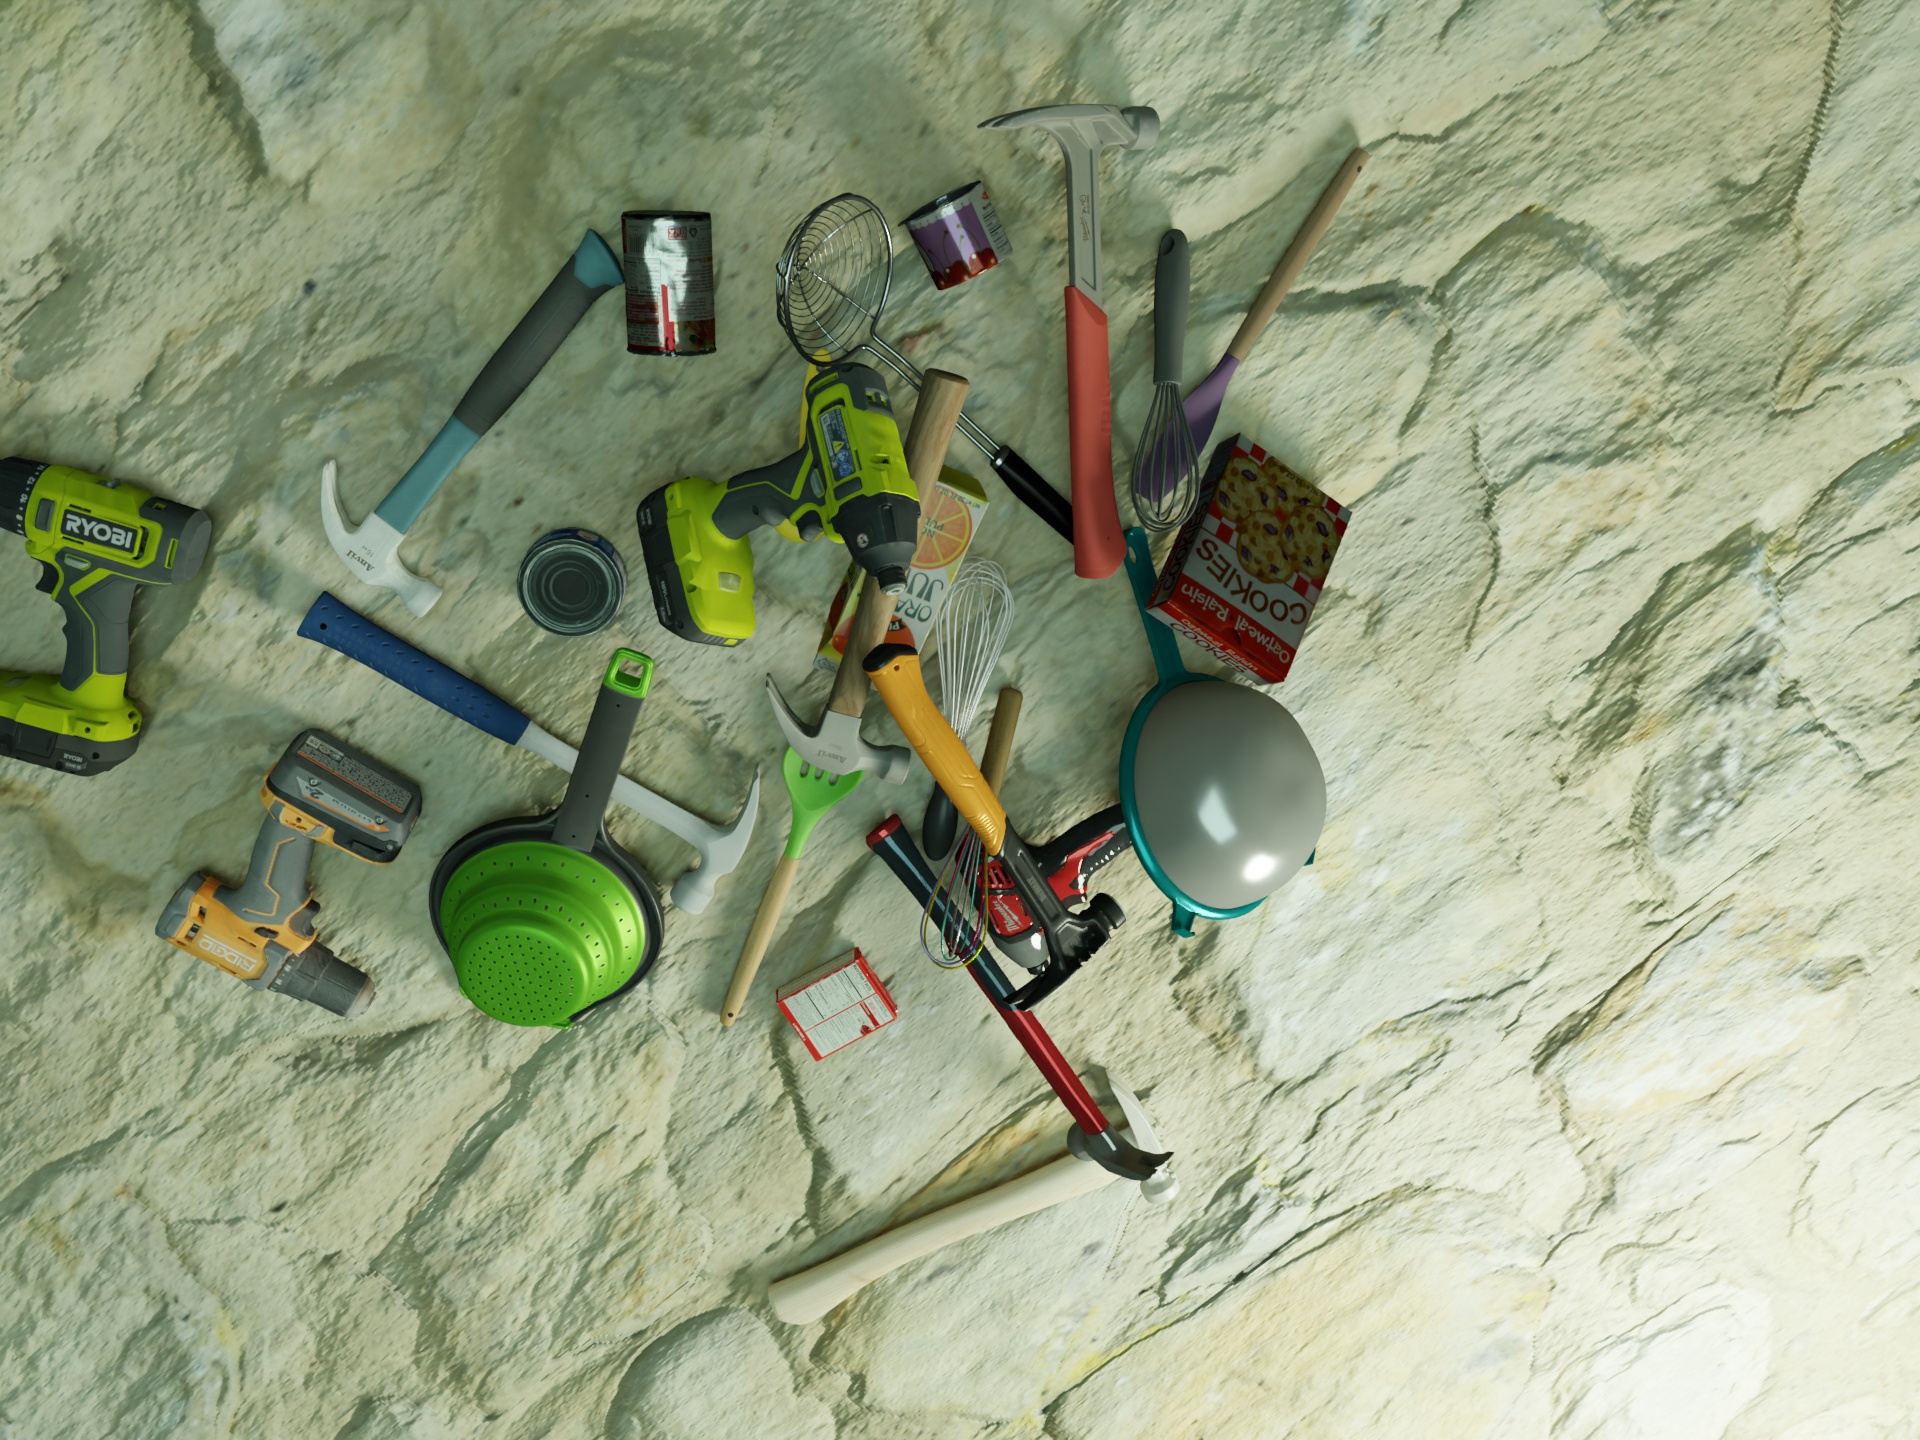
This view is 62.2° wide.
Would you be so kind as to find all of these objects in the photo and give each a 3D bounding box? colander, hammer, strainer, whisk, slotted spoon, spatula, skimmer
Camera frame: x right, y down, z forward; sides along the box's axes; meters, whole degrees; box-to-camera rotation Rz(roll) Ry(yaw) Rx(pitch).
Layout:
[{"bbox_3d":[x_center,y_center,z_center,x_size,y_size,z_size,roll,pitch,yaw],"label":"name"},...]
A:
[{"bbox_3d":[-0.329,0.123,1.307,0.204,0.095,0.397,20,117,-9],"label":"colander"},{"bbox_3d":[-0.353,0.011,1.330,0.405,0.035,0.144,32,104,-16],"label":"hammer"},{"bbox_3d":[0.216,-0.005,1.312,0.211,0.095,0.340,-21,95,-41],"label":"strainer"},{"bbox_3d":[0.013,0.081,1.284,0.127,0.034,0.336,-41,116,-19],"label":"hammer"},{"bbox_3d":[0.164,-0.267,1.248,0.055,0.055,0.239,2,91,-7],"label":"whisk"},{"bbox_3d":[-0.001,-0.004,1.354,0.070,0.070,0.284,5,114,-8],"label":"whisk"},{"bbox_3d":[0.091,-0.285,1.232,0.149,0.037,0.359,-15,112,-29],"label":"hammer"},{"bbox_3d":[-0.061,-0.111,1.238,0.130,0.031,0.331,14,109,-12],"label":"hammer"},{"bbox_3d":[-0.159,0.140,1.405,0.070,0.031,0.313,18,109,-12],"label":"slotted spoon"},{"bbox_3d":[-0.001,0.477,1.543,0.410,0.038,0.146,-25,110,4],"label":"hammer"},{"bbox_3d":[0.019,0.092,1.351,0.051,0.047,0.245,25,76,-49],"label":"whisk"},{"bbox_3d":[-0.373,-0.240,1.236,0.128,0.033,0.331,39,102,-19],"label":"hammer"},{"bbox_3d":[0.234,-0.313,1.276,0.059,0.018,0.316,17,109,-50],"label":"spatula"},{"bbox_3d":[0.045,0.245,1.401,0.038,0.143,0.386,-39,101,-22],"label":"hammer"},{"bbox_3d":[0.001,-0.251,1.241,0.363,0.090,0.127,40,71,-20],"label":"skimmer"}]

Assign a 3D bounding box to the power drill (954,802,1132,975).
[{"bbox_3d":[0.119,0.136,1.408,0.219,0.079,0.143,-21,110,6],"label":"power drill"}]

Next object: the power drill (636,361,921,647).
[{"bbox_3d":[-0.133,-0.145,1.199,0.223,0.080,0.171,-23,74,32],"label":"power drill"}]

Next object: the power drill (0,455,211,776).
[{"bbox_3d":[-0.707,-0.088,1.235,0.190,0.080,0.228,17,105,-12],"label":"power drill"}]

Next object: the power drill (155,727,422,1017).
[{"bbox_3d":[-0.540,0.141,1.337,0.185,0.084,0.226,34,108,-17],"label":"power drill"}]

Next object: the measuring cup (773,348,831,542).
[{"bbox_3d":[-0.120,-0.217,1.272,0.062,0.029,0.156,7,111,-9],"label":"measuring cup"}]
